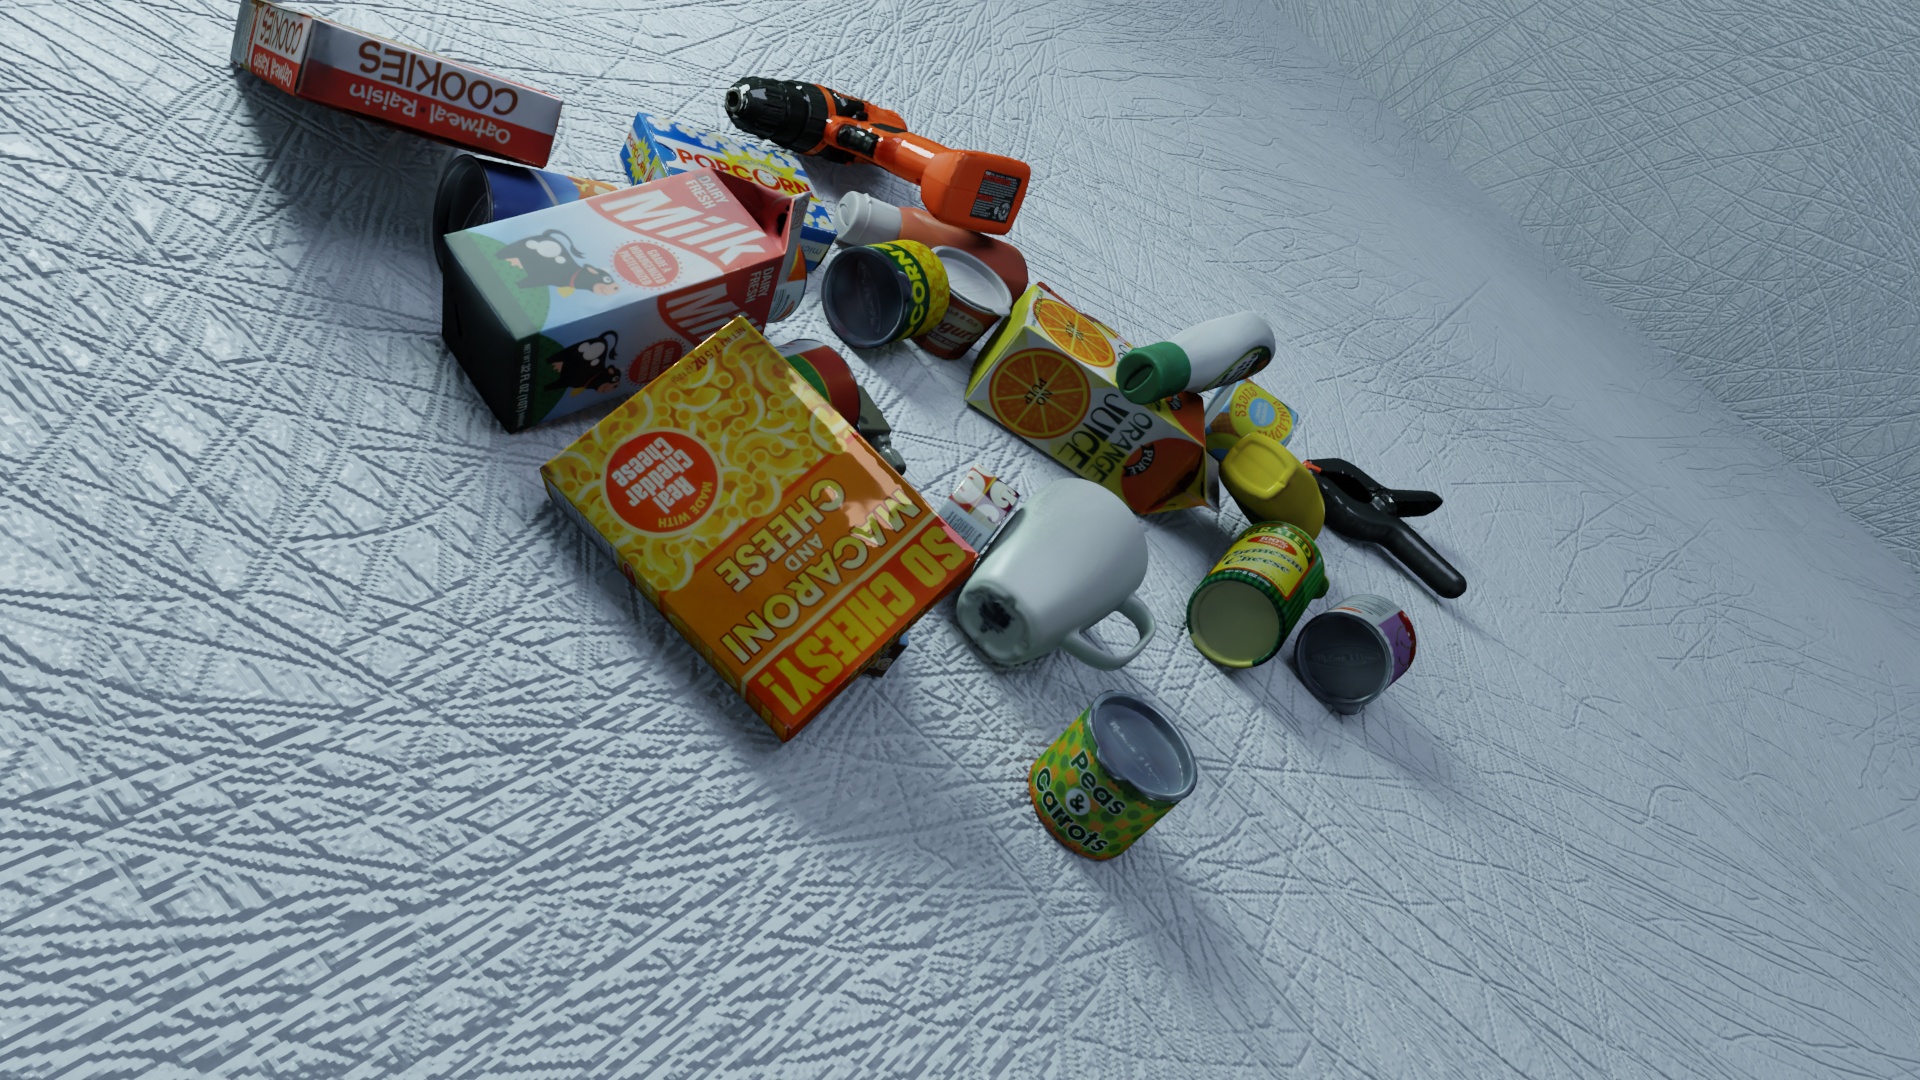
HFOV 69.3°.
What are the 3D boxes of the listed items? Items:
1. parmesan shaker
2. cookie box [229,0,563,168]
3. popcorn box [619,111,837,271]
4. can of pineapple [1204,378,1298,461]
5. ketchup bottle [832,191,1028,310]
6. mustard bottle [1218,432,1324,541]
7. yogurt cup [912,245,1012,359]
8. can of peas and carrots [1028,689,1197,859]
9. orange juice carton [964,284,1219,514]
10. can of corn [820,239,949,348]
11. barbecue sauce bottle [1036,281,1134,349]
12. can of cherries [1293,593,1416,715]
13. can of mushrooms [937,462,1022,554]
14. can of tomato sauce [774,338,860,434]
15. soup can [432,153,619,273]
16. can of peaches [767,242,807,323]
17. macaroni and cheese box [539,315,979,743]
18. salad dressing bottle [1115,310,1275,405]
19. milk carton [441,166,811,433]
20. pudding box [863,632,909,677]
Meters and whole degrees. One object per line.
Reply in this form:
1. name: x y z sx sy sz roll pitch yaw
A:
1. parmesan shaker: 0.198 0.035 0.916 0.071 0.071 0.103 43 33 6
2. cookie box: -0.299 -0.241 0.729 0.123 0.040 0.168 7 17 -40
3. popcorn box: -0.153 -0.230 0.922 0.127 0.038 0.085 5 47 -42
4. can of pineapple: 0.223 -0.090 1.092 0.058 0.070 0.071 34 33 -6
5. ketchup bottle: -0.022 -0.218 1.030 0.149 0.043 0.065 15 35 -32
6. mustard bottle: 0.234 -0.024 1.013 0.065 0.049 0.160 44 2 32
7. yogurt cup: -0.006 -0.164 0.971 0.072 0.053 0.073 26 35 -20
8. can of peas and carrots: 0.075 0.120 0.704 0.071 0.058 0.071 25 36 -20
9. orange juice carton: 0.105 -0.088 0.970 0.192 0.072 0.072 32 32 -12
10. can of corn: -0.047 -0.164 0.917 0.071 0.071 0.058 46 33 11
11. barbecue sauce bottle: 0.107 -0.138 1.060 0.148 0.043 0.065 38 34 0
12. can of cherries: 0.268 0.076 0.943 0.071 0.071 0.058 49 33 16
13. can of mushrooms: 0.003 -0.010 0.783 0.033 0.070 0.071 37 33 -1
14. can of tomato sauce: -0.103 -0.068 0.750 0.071 0.071 0.083 46 34 10
15. soup can: -0.228 -0.163 0.744 0.084 0.071 0.071 0 49 -45
16. can of peaches: -0.137 -0.161 0.829 0.071 0.071 0.058 47 34 13
17. macaroni and cheese box: -0.093 -0.007 0.655 0.166 0.040 0.124 45 70 8
18. salad dressing bottle: 0.161 -0.123 0.949 0.148 0.064 0.044 -22 76 -46
19. milk carton: -0.160 -0.132 0.714 0.191 0.072 0.073 -26 68 -34
20. pudding box: -0.059 0.026 0.713 0.049 0.030 0.084 19 38 -29
